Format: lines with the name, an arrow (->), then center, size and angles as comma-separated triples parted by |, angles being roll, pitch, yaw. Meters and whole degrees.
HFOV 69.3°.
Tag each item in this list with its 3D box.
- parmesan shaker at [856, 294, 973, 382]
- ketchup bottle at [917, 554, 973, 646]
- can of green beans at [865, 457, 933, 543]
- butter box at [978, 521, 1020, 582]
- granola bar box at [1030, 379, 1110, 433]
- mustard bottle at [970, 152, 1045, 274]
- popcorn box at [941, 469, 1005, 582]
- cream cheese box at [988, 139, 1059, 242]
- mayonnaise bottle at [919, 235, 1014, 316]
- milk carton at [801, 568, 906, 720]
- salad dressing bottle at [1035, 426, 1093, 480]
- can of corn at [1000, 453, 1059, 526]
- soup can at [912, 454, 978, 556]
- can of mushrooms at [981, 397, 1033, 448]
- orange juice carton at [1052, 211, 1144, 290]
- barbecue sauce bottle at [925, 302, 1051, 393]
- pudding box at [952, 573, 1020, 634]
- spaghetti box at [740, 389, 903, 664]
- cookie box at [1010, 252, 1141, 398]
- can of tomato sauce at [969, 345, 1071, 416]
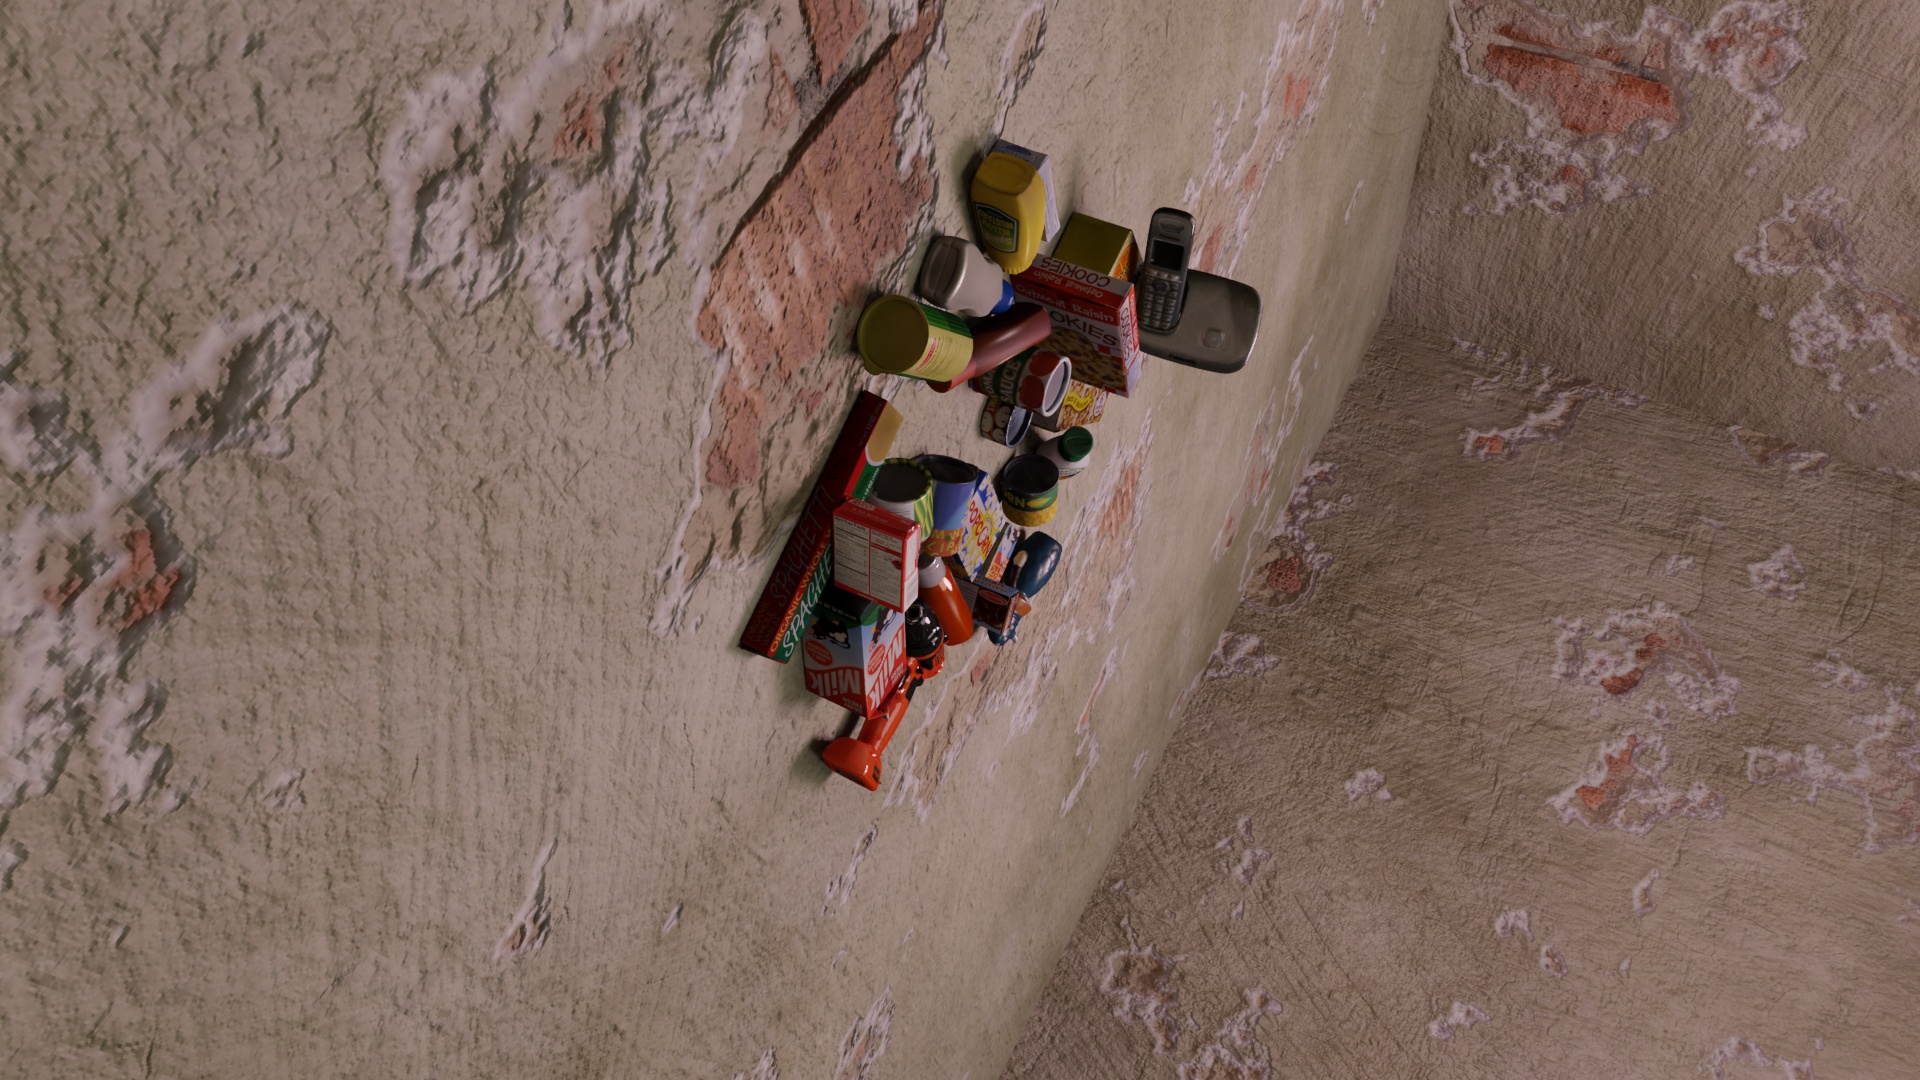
parmesan shaker -> -0.040, -0.171, 1.204 | 0.103, 0.071, 0.071 | -3, 114, -69
ketchup bottle -> -0.024, 0.053, 1.489 | 0.043, 0.065, 0.148 | -21, 145, 2
can of green beans -> -0.059, -0.035, 1.294 | 0.071, 0.071, 0.057 | -51, 154, -38
butter box -> 0.035, 0.028, 1.658 | 0.103, 0.024, 0.053 | -66, 159, -5
granola bar box -> 0.145, -0.200, 1.675 | 0.166, 0.039, 0.123 | -21, 131, -63
mustard bottle -> 0.047, -0.293, 1.300 | 0.049, 0.065, 0.159 | -56, 161, -18
popcorn box -> 0.005, -0.019, 1.512 | 0.085, 0.038, 0.126 | -61, 159, -17
cream cheese box -> 0.061, -0.329, 1.308 | 0.024, 0.053, 0.103 | -58, 158, -19
mayonnaise bottle -> 0.010, -0.239, 1.293 | 0.148, 0.041, 0.064 | 1, 110, -70
milk carton -> -0.100, 0.100, 1.320 | 0.074, 0.072, 0.189 | -50, 154, -38
salad dressing bottle -> 0.126, -0.104, 1.643 | 0.147, 0.064, 0.044 | 127, -37, -81
can of corn -> 0.079, -0.057, 1.622 | 0.071, 0.071, 0.058 | -52, 155, -36
soup can -> -0.021, -0.035, 1.384 | 0.071, 0.071, 0.083 | -33, 142, -57
can of mushrooms -> 0.052, -0.138, 1.514 | 0.071, 0.033, 0.070 | -51, 155, -36
orange juice carton -> 0.164, -0.292, 1.581 | 0.073, 0.072, 0.192 | -64, 159, -6
barbecue sauce bottle -> 0.023, -0.188, 1.353 | 0.149, 0.065, 0.043 | -36, 116, -41
pudding box -> 0.021, 0.068, 1.576 | 0.030, 0.084, 0.049 | -29, 137, -60
spaghetti box -> -0.120, -0.010, 1.220 | 0.250, 0.029, 0.050 | -65, 159, -7
cookie box -> 0.125, -0.227, 1.475 | 0.040, 0.123, 0.166 | -61, 159, -20
can of tomato sauce -> 0.062, -0.170, 1.433 | 0.071, 0.083, 0.070 | -52, 155, -37
